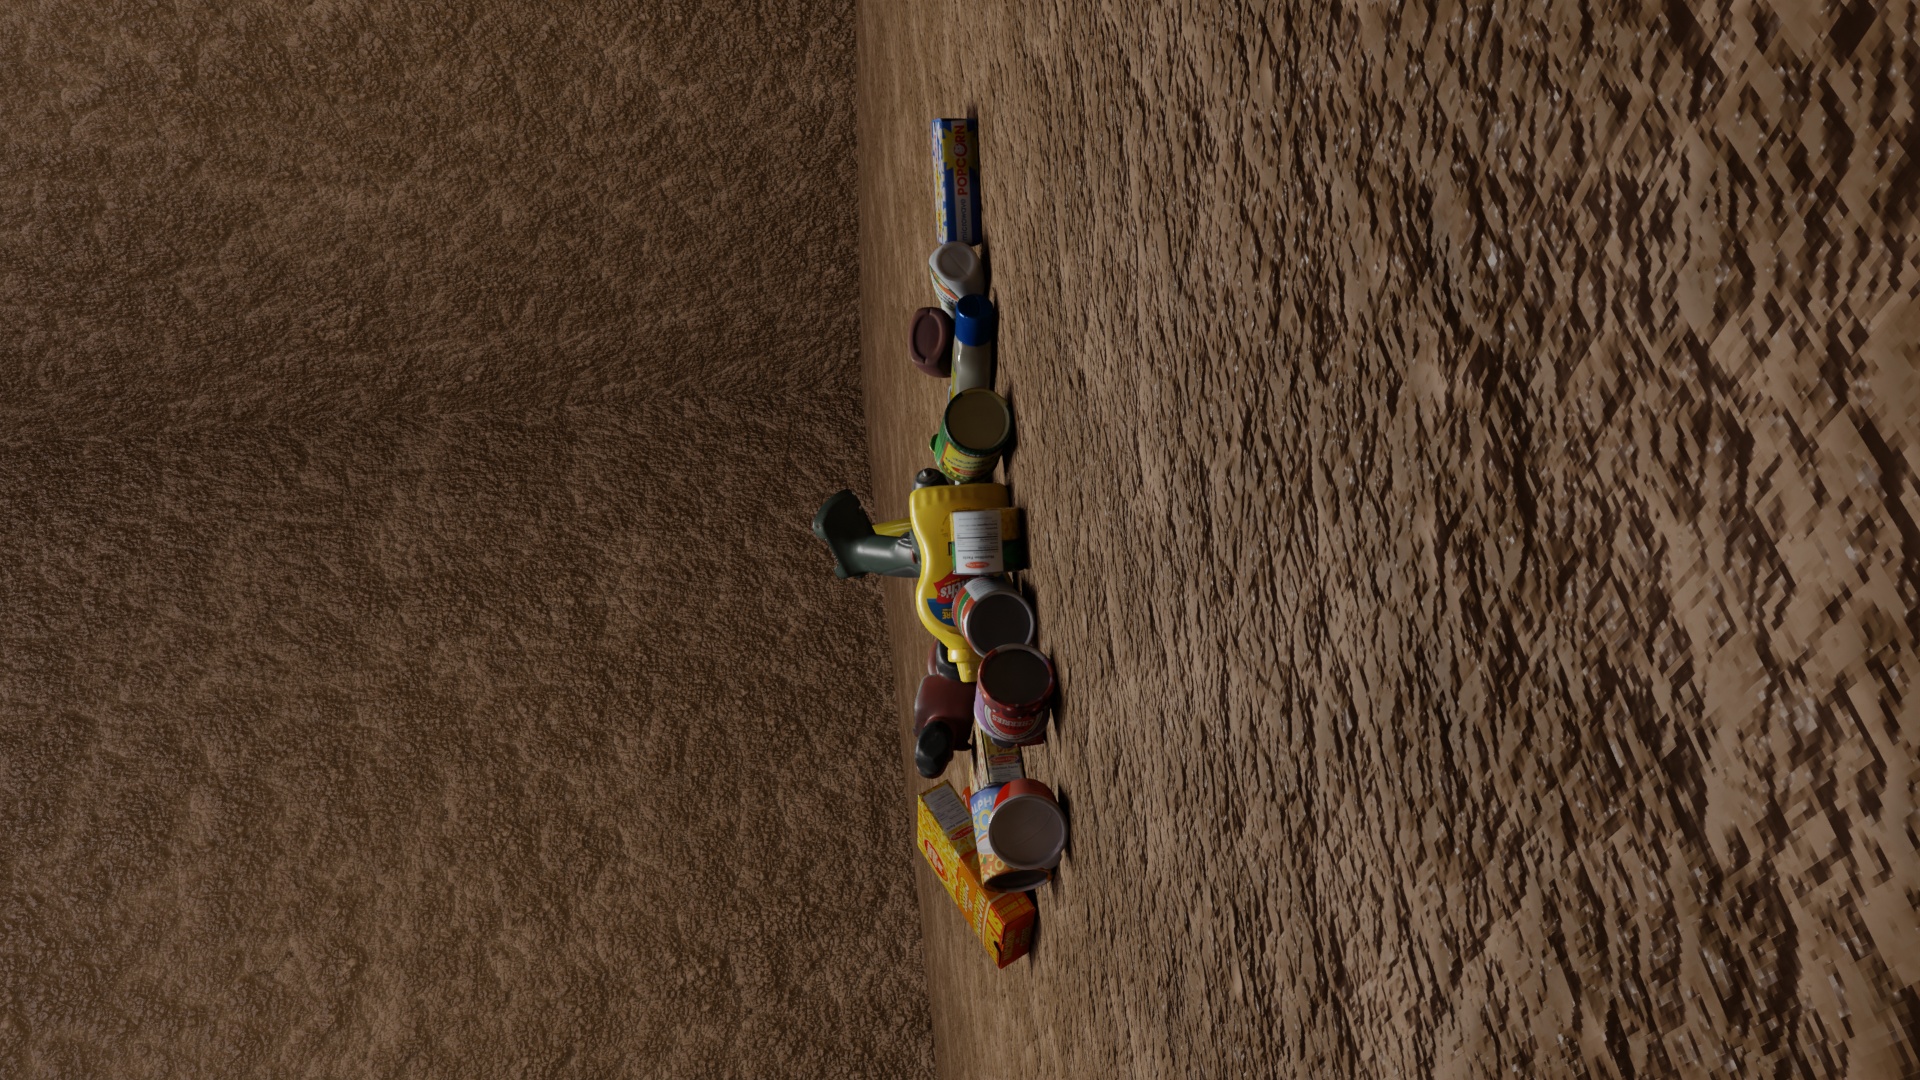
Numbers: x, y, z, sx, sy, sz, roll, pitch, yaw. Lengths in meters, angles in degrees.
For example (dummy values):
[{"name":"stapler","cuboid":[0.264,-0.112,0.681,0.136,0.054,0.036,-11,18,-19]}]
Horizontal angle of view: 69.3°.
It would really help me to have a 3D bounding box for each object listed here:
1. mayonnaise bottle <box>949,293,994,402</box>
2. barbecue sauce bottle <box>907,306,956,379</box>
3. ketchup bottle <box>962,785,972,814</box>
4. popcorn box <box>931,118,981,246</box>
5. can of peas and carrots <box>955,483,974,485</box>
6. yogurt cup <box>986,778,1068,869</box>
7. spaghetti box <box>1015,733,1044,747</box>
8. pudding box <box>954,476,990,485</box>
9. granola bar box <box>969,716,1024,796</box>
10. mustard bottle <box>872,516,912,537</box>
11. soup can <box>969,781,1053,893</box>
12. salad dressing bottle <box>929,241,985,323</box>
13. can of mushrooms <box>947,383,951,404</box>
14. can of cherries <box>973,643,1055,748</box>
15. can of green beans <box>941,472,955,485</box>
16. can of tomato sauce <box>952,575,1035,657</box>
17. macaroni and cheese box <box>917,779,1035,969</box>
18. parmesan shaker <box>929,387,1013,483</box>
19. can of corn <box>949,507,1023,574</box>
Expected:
[{"name":"mayonnaise bottle","cuboid":[0.011,-0.181,1.392,0.147,0.041,0.065,93,175,-52]},{"name":"barbecue sauce bottle","cuboid":[-0.017,-0.200,1.466,0.148,0.044,0.065,20,-106,-77]},{"name":"ketchup bottle","cuboid":[0.033,0.349,1.546,0.064,0.043,0.149,74,-175,-56]},{"name":"popcorn box","cuboid":[-0.005,-0.367,1.424,0.085,0.038,0.126,-112,19,-73]},{"name":"can of peas and carrots","cuboid":[0.005,-0.018,1.428,0.071,0.071,0.058,-104,11,-57]},{"name":"yogurt cup","cuboid":[0.056,0.237,1.180,0.054,0.072,0.072,-87,-6,-77]},{"name":"spaghetti box","cuboid":[0.046,0.138,1.356,0.250,0.029,0.050,-123,30,-77]},{"name":"pudding box","cuboid":[0.013,-0.061,1.508,0.083,0.030,0.050,101,165,-66]},{"name":"granola bar box","cuboid":[0.038,0.260,1.466,0.164,0.039,0.125,95,169,-54]},{"name":"mustard bottle","cuboid":[-0.075,0.002,1.752,0.049,0.160,0.065,-118,26,-77]},{"name":"soup can","cuboid":[0.045,0.270,1.268,0.071,0.071,0.084,96,168,-57]},{"name":"salad dressing bottle","cuboid":[-0.003,-0.258,1.430,0.064,0.044,0.147,49,173,10]},{"name":"can of mushrooms","cuboid":[0.006,-0.136,1.503,0.071,0.033,0.071,178,87,-83]},{"name":"can of cherries","cuboid":[0.046,0.132,1.178,0.058,0.071,0.072,95,168,-51]},{"name":"can of green beans","cuboid":[-0.016,-0.038,1.619,0.058,0.071,0.071,-101,9,-46]},{"name":"can of tomato sauce","cuboid":[0.031,0.073,1.279,0.083,0.071,0.071,-139,44,-80]},{"name":"macaroni and cheese box","cuboid":[0.013,0.349,1.448,0.167,0.040,0.123,52,157,30]},{"name":"parmesan shaker","cuboid":[0.009,-0.100,1.330,0.103,0.071,0.071,113,152,-76]},{"name":"can of corn","cuboid":[0.025,0.000,1.291,0.071,0.071,0.058,-159,66,-83]}]
